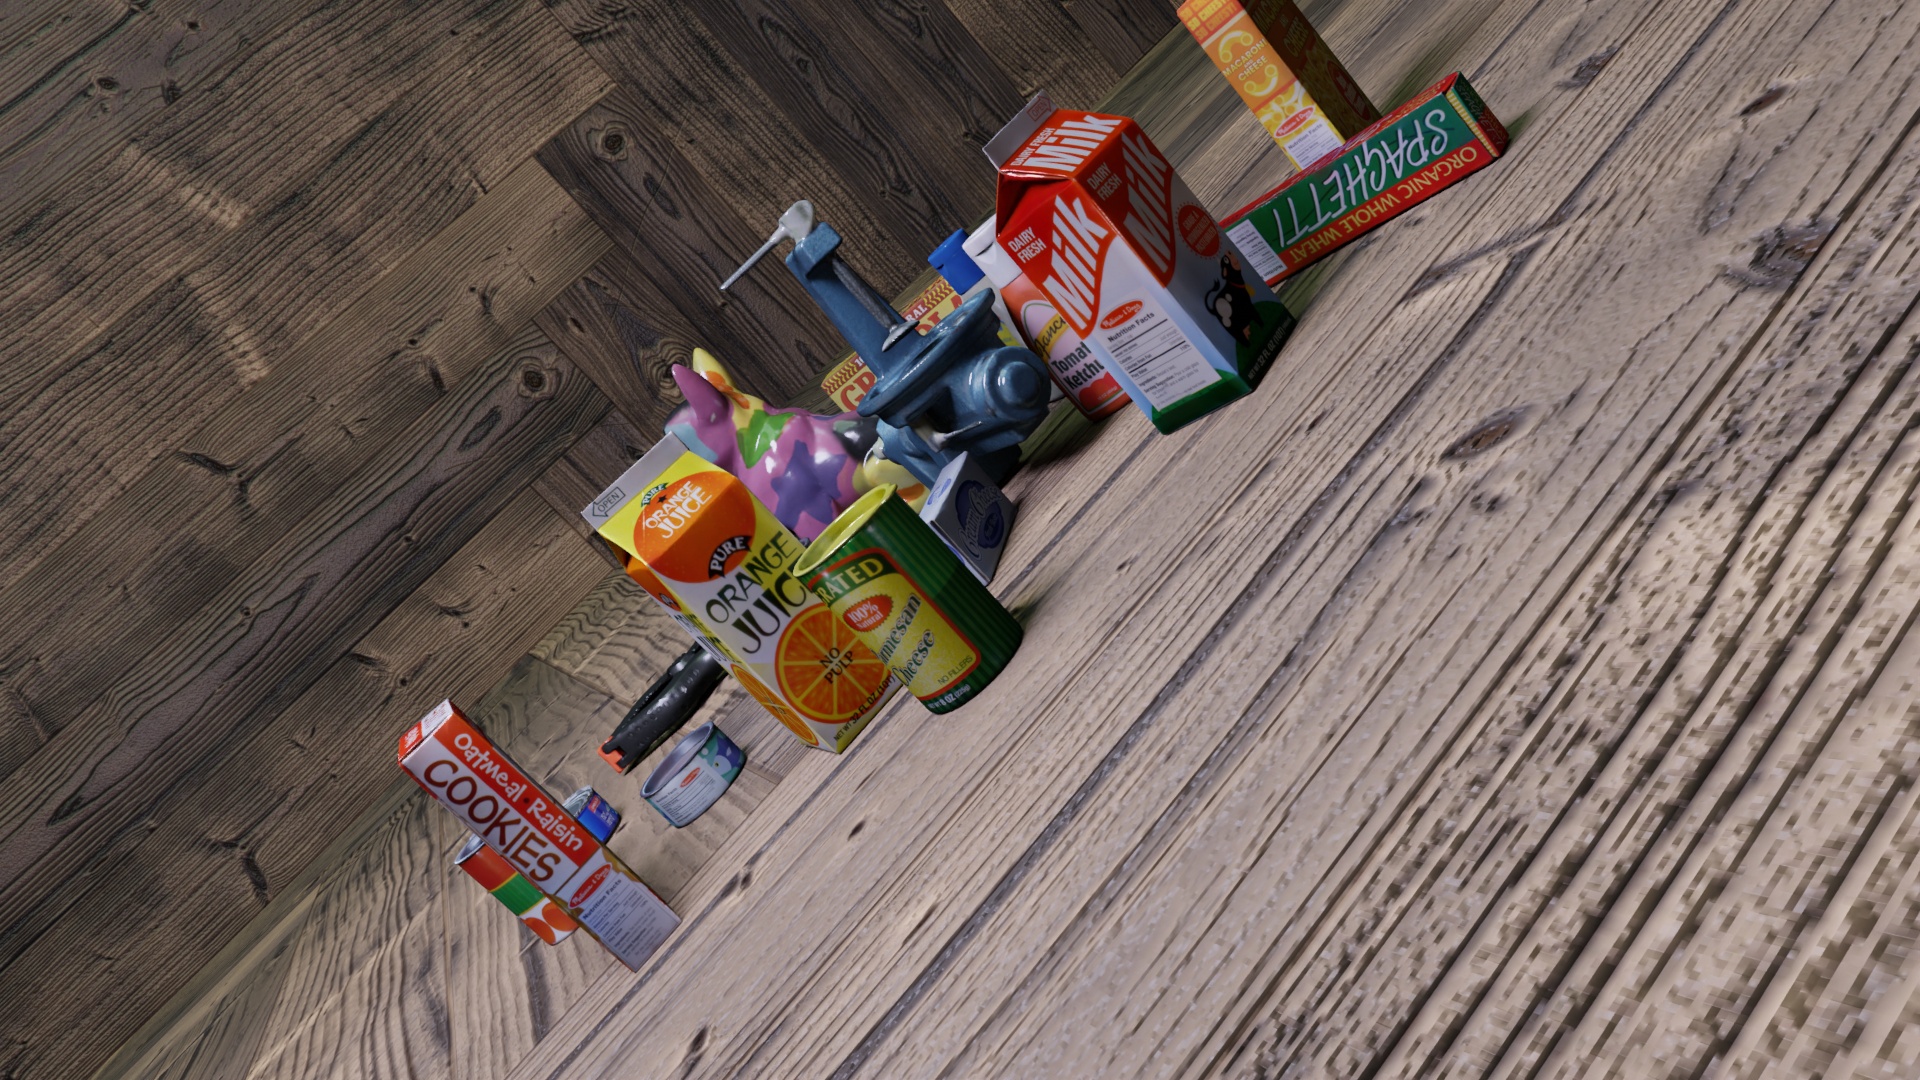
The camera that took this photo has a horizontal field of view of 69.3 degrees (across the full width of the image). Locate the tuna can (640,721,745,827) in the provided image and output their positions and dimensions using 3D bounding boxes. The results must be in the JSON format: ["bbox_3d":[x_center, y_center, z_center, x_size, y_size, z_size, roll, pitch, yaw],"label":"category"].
[{"bbox_3d":[-0.175,0.153,0.914,0.071,0.033,0.071,-40,13,11],"label":"tuna can"}]

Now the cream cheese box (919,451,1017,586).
[{"bbox_3d":[0.003,-0.011,0.863,0.024,0.053,0.104,-37,14,27],"label":"cream cheese box"}]

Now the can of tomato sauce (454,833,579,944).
[{"bbox_3d":[-0.277,0.213,0.910,0.071,0.083,0.071,-40,13,11],"label":"can of tomato sauce"}]

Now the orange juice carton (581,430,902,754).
[{"bbox_3d":[-0.122,0.029,0.793,0.072,0.192,0.073,-47,13,-19],"label":"orange juice carton"}]

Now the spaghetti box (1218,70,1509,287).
[{"bbox_3d":[0.213,-0.198,0.846,0.249,0.050,0.029,-26,21,52],"label":"spaghetti box"}]

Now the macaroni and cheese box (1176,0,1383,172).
[{"bbox_3d":[0.223,-0.322,0.954,0.040,0.166,0.124,-34,15,35],"label":"macaroni and cheese box"}]

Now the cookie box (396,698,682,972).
[{"bbox_3d":[-0.239,0.161,0.775,0.040,0.167,0.123,-47,13,-18],"label":"cookie box"}]

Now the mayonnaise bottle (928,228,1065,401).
[{"bbox_3d":[0.037,-0.173,1.074,0.041,0.148,0.064,-47,13,-18],"label":"mayonnaise bottle"}]

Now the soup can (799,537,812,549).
[{"bbox_3d":[-0.094,0.051,0.885,0.071,0.083,0.071,-40,13,11],"label":"soup can"}]

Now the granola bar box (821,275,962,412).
[{"bbox_3d":[-0.019,-0.142,1.191,0.165,0.124,0.039,-36,14,28],"label":"granola bar box"}]

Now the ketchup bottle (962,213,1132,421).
[{"bbox_3d":[0.063,-0.150,0.918,0.064,0.148,0.044,-33,16,37],"label":"ketchup bottle"}]

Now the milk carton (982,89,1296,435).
[{"bbox_3d":[0.091,-0.159,0.769,0.073,0.190,0.073,-27,20,51],"label":"milk carton"}]

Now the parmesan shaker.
[{"bbox_3d":[-0.024,0.029,0.702,0.071,0.103,0.071,-40,13,11],"label":"parmesan shaker"}]
